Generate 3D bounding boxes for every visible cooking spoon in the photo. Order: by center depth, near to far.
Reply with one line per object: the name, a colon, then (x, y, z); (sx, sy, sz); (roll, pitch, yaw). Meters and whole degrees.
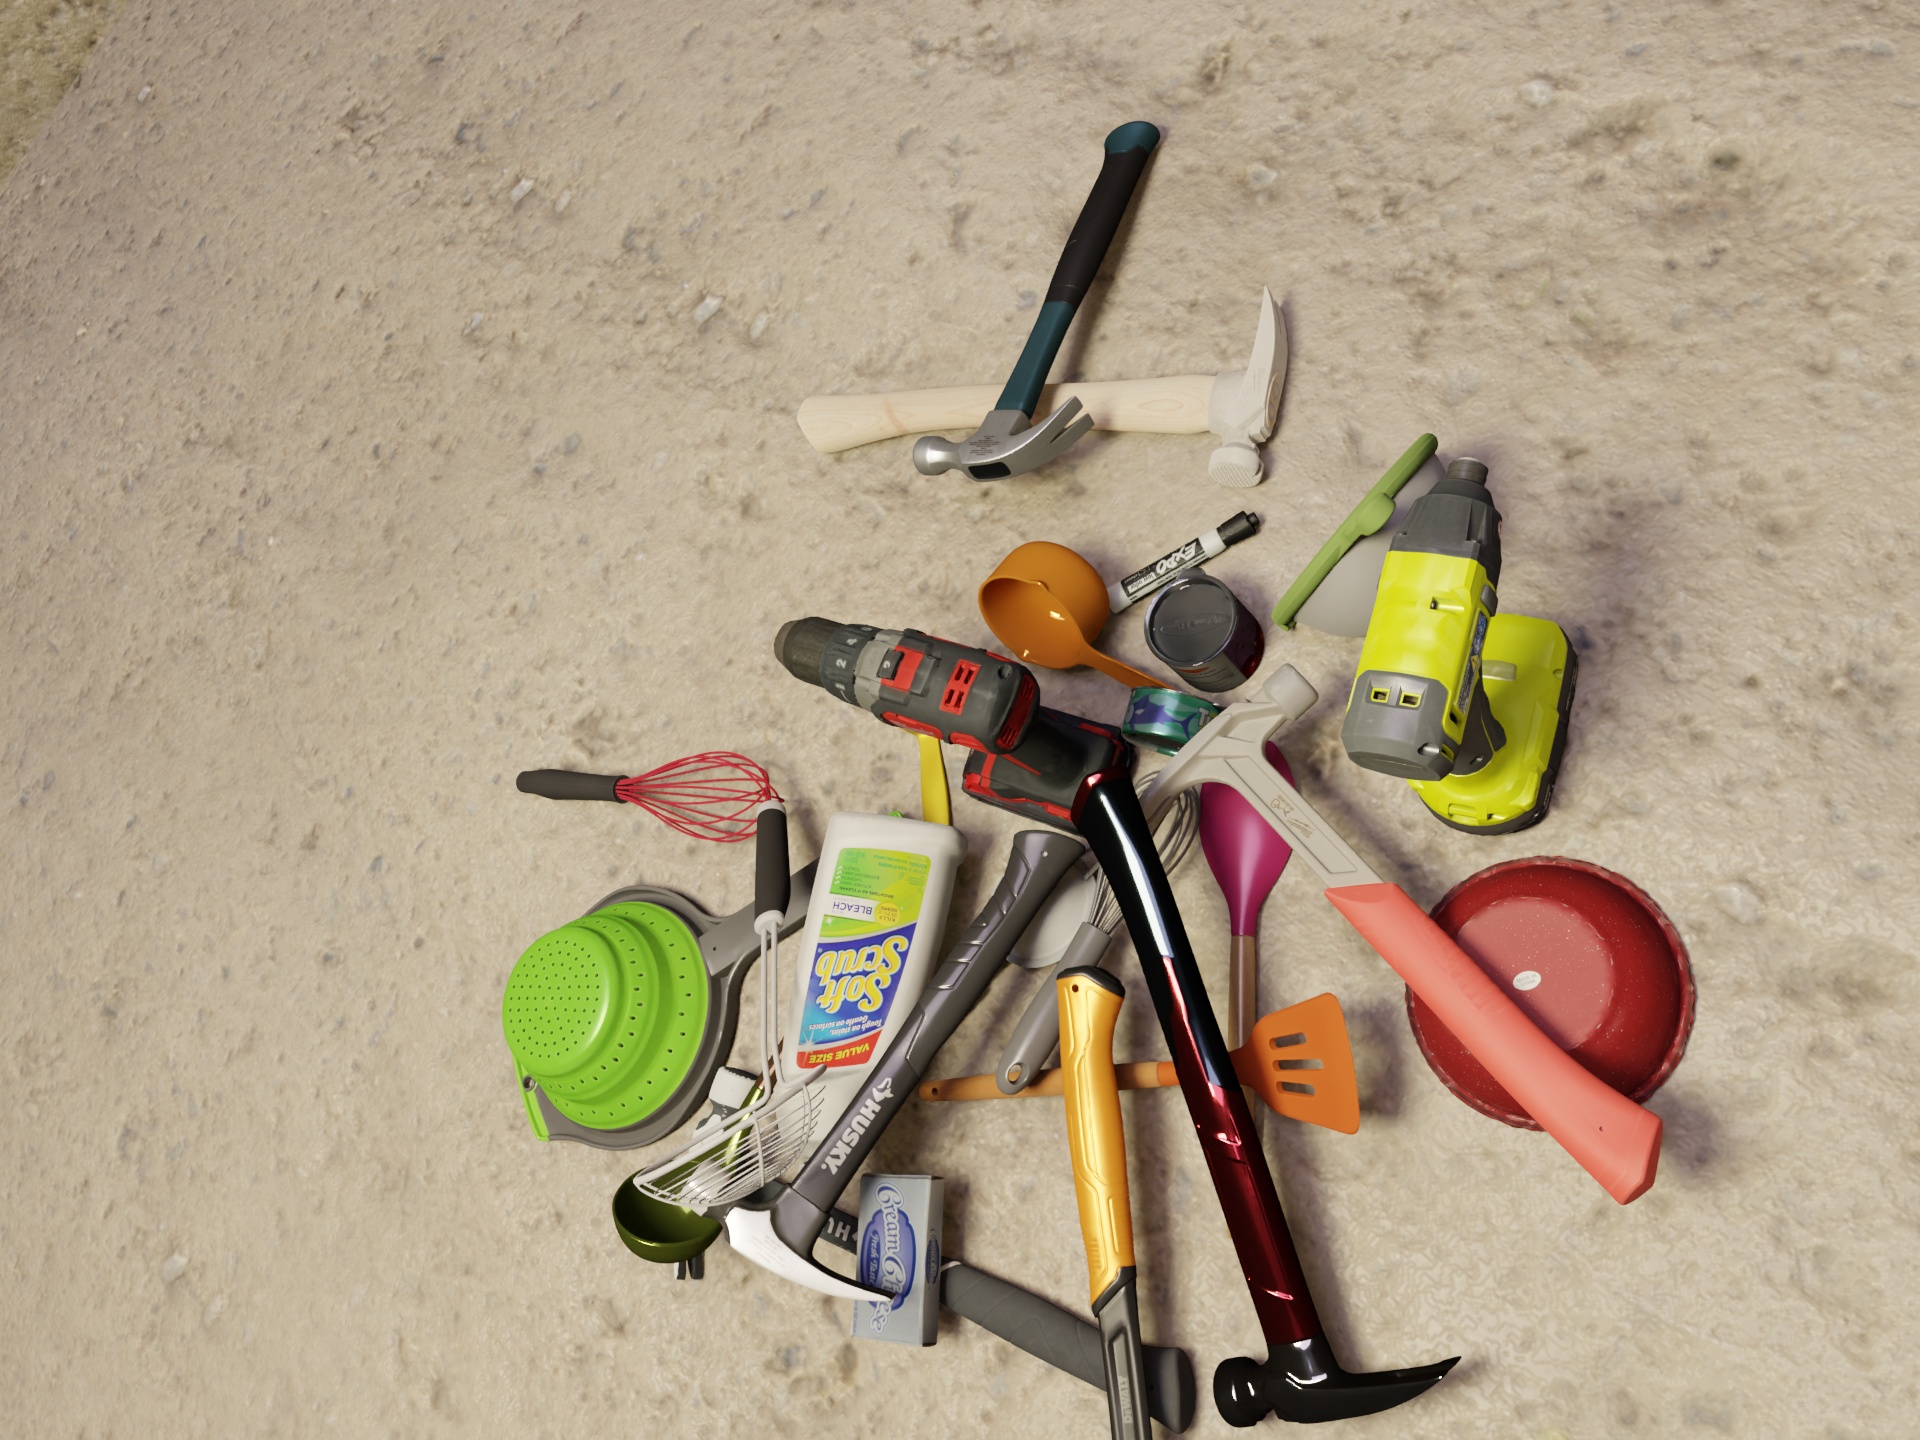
cooking spoon: (0.180, 0.163, 1.013); (0.069, 0.017, 0.319); (-6, 69, 29)

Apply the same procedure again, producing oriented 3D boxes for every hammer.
hammer: (0.247, 0.129, 0.910); (0.149, 0.036, 0.359); (-45, 55, 9)
hammer: (0.157, 0.206, 0.926); (0.143, 0.038, 0.386); (-26, 76, 34)
hammer: (0.083, 0.318, 0.957); (0.127, 0.034, 0.337); (-13, 71, 25)
hammer: (-0.023, 0.211, 1.022); (0.146, 0.035, 0.335); (34, 79, 11)
hammer: (-0.031, 0.365, 1.051); (0.409, 0.036, 0.149); (15, 81, 33)
hammer: (0.078, -0.323, 1.207); (0.128, 0.033, 0.331); (9, 66, 36)
hammer: (0.050, -0.251, 1.230); (0.411, 0.038, 0.146); (5, 73, 31)

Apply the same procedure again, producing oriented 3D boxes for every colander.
colander: (-0.213, 0.174, 1.189); (0.397, 0.094, 0.205); (-34, 59, 15)

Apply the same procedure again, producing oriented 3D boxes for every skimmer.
skimmer: (-0.143, 0.159, 1.034); (0.127, 0.090, 0.364); (-32, 34, 18)

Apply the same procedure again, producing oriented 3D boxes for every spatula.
spatula: (0.102, 0.226, 1.006); (0.322, 0.041, 0.081); (-13, 80, 33)

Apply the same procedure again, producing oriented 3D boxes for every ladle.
ladle: (-0.128, 0.231, 1.108); (0.078, 0.062, 0.320); (24, 71, 31)

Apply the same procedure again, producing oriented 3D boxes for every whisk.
whisk: (0.087, 0.138, 1.041); (0.055, 0.055, 0.239); (24, 77, 34)
whisk: (-0.258, 0.057, 1.282); (0.296, 0.073, 0.073); (2, 73, 36)

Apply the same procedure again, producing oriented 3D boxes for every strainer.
strainer: (0.259, -0.100, 0.950); (0.069, 0.256, 0.151); (41, 99, 6)
strainer: (0.009, 0.177, 1.095); (0.258, 0.050, 0.087); (-52, 47, 8)

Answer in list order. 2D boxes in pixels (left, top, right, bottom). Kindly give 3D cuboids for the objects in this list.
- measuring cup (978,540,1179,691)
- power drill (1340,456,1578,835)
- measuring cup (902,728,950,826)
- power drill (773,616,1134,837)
measuring cup: (0.098, -0.065, 1.121); (0.174, 0.095, 0.052); (29, 60, 12)
power drill: (0.286, -0.032, 0.899); (0.080, 0.223, 0.171); (11, 78, 32)
measuring cup: (-0.028, 0.024, 1.176); (0.062, 0.029, 0.157); (-19, 62, 23)
power drill: (-0.002, -0.003, 1.052); (0.188, 0.226, 0.080); (18, 82, 33)
